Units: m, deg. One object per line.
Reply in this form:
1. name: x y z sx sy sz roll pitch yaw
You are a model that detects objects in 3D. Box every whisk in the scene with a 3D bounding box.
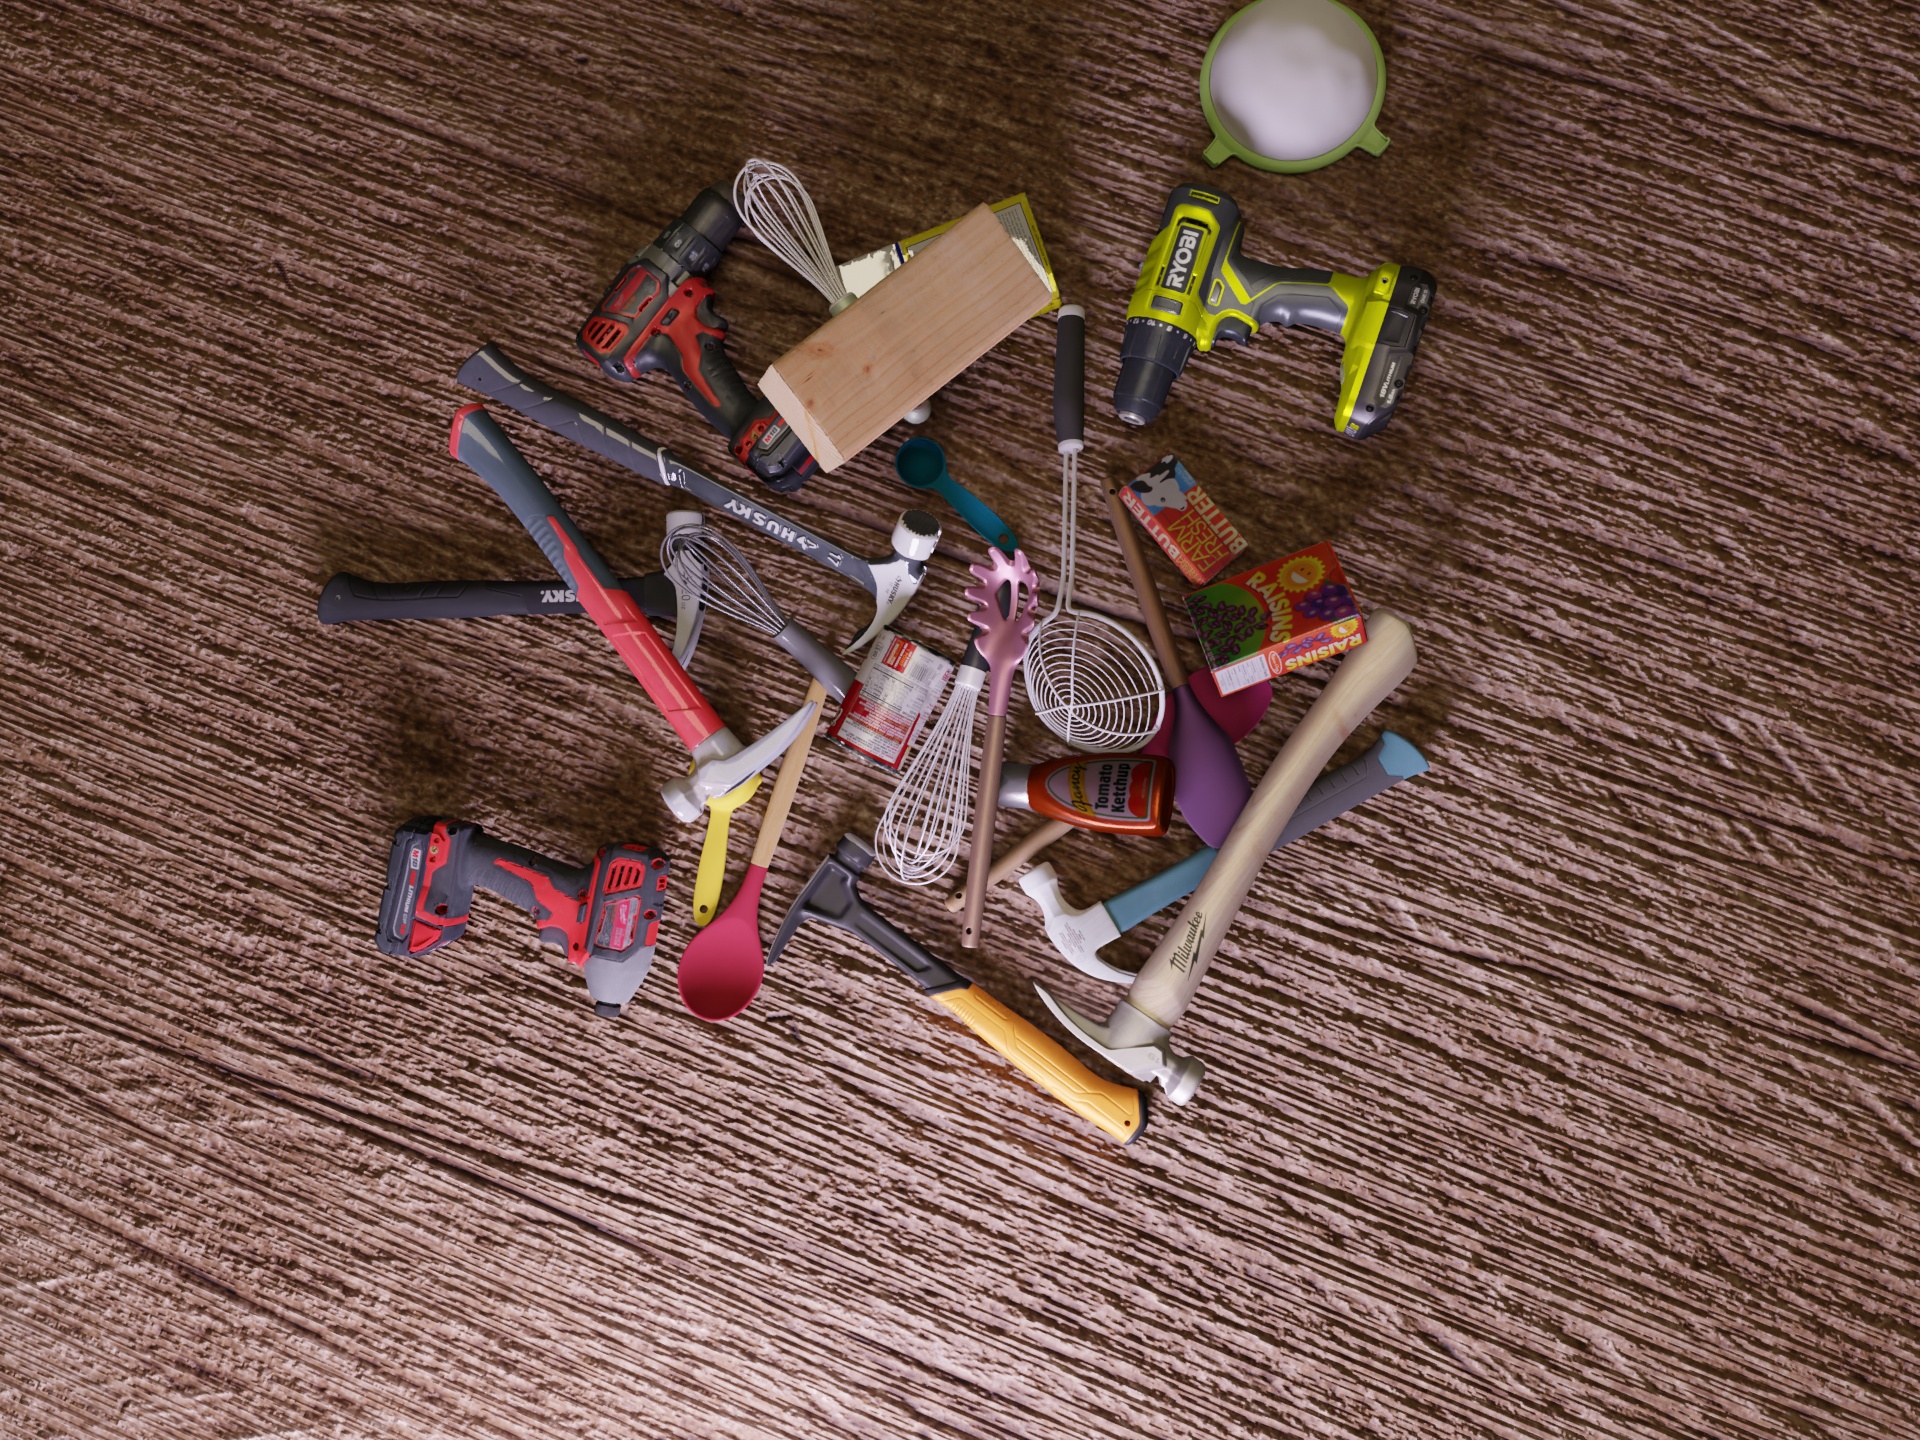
1. whisk: -0.144 -0.071 1.282 0.238 0.055 0.055 42 92 -17
2. whisk: -0.003 -0.004 1.293 0.070 0.070 0.284 17 84 6
3. whisk: -0.099 -0.342 1.272 0.058 0.059 0.246 -38 96 -21

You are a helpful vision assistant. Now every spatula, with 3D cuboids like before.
1. spatula: 0.167 -0.050 1.280 0.060 0.018 0.316 -18 80 2

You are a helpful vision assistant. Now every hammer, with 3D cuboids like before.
1. hammer: -0.280 -0.112 1.295 0.143 0.038 0.386 -37 84 1
2. hammer: -0.378 -0.098 1.341 0.335 0.035 0.146 -1 87 5
3. hammer: 0.220 0.102 1.277 0.331 0.033 0.128 -30 85 4
4. hammer: -0.218 -0.191 1.272 0.409 0.036 0.149 28 133 2
5. hammer: 0.005 0.238 1.291 0.337 0.034 0.127 36 91 6
6. hammer: 0.220 0.085 1.234 0.146 0.038 0.410 33 85 4

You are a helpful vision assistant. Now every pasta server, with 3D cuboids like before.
1. pasta server: 0.023 0.023 1.257 0.060 0.040 0.316 7 90 21

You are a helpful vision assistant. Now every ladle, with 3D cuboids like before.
1. ladle: -0.160 0.095 1.317 0.069 0.031 0.315 19 88 -6

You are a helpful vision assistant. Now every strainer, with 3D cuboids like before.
1. strainer: 0.269 -0.577 1.280 0.151 0.069 0.256 -2 89 5

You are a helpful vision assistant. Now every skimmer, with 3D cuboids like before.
1. skimmer: 0.106 -0.156 1.291 0.127 0.090 0.363 -11 72 42

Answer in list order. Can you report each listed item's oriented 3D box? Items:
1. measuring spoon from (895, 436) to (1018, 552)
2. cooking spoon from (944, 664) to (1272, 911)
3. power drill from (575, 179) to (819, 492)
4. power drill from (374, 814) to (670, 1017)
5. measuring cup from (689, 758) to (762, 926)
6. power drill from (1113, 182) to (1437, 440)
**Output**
1. measuring spoon: -0.001 -0.184 1.321 0.128 0.021 0.042 42 91 -4
2. cooking spoon: 0.117 0.058 1.295 0.319 0.017 0.069 -37 70 3
3. power drill: -0.183 -0.319 1.312 0.227 0.080 0.188 39 91 9
4. power drill: -0.356 0.159 1.311 0.219 0.078 0.143 10 89 3
5. measuring cup: -0.205 0.094 1.318 0.062 0.029 0.156 8 87 6
6. power drill: 0.244 -0.307 1.270 0.228 0.080 0.190 19 89 8
